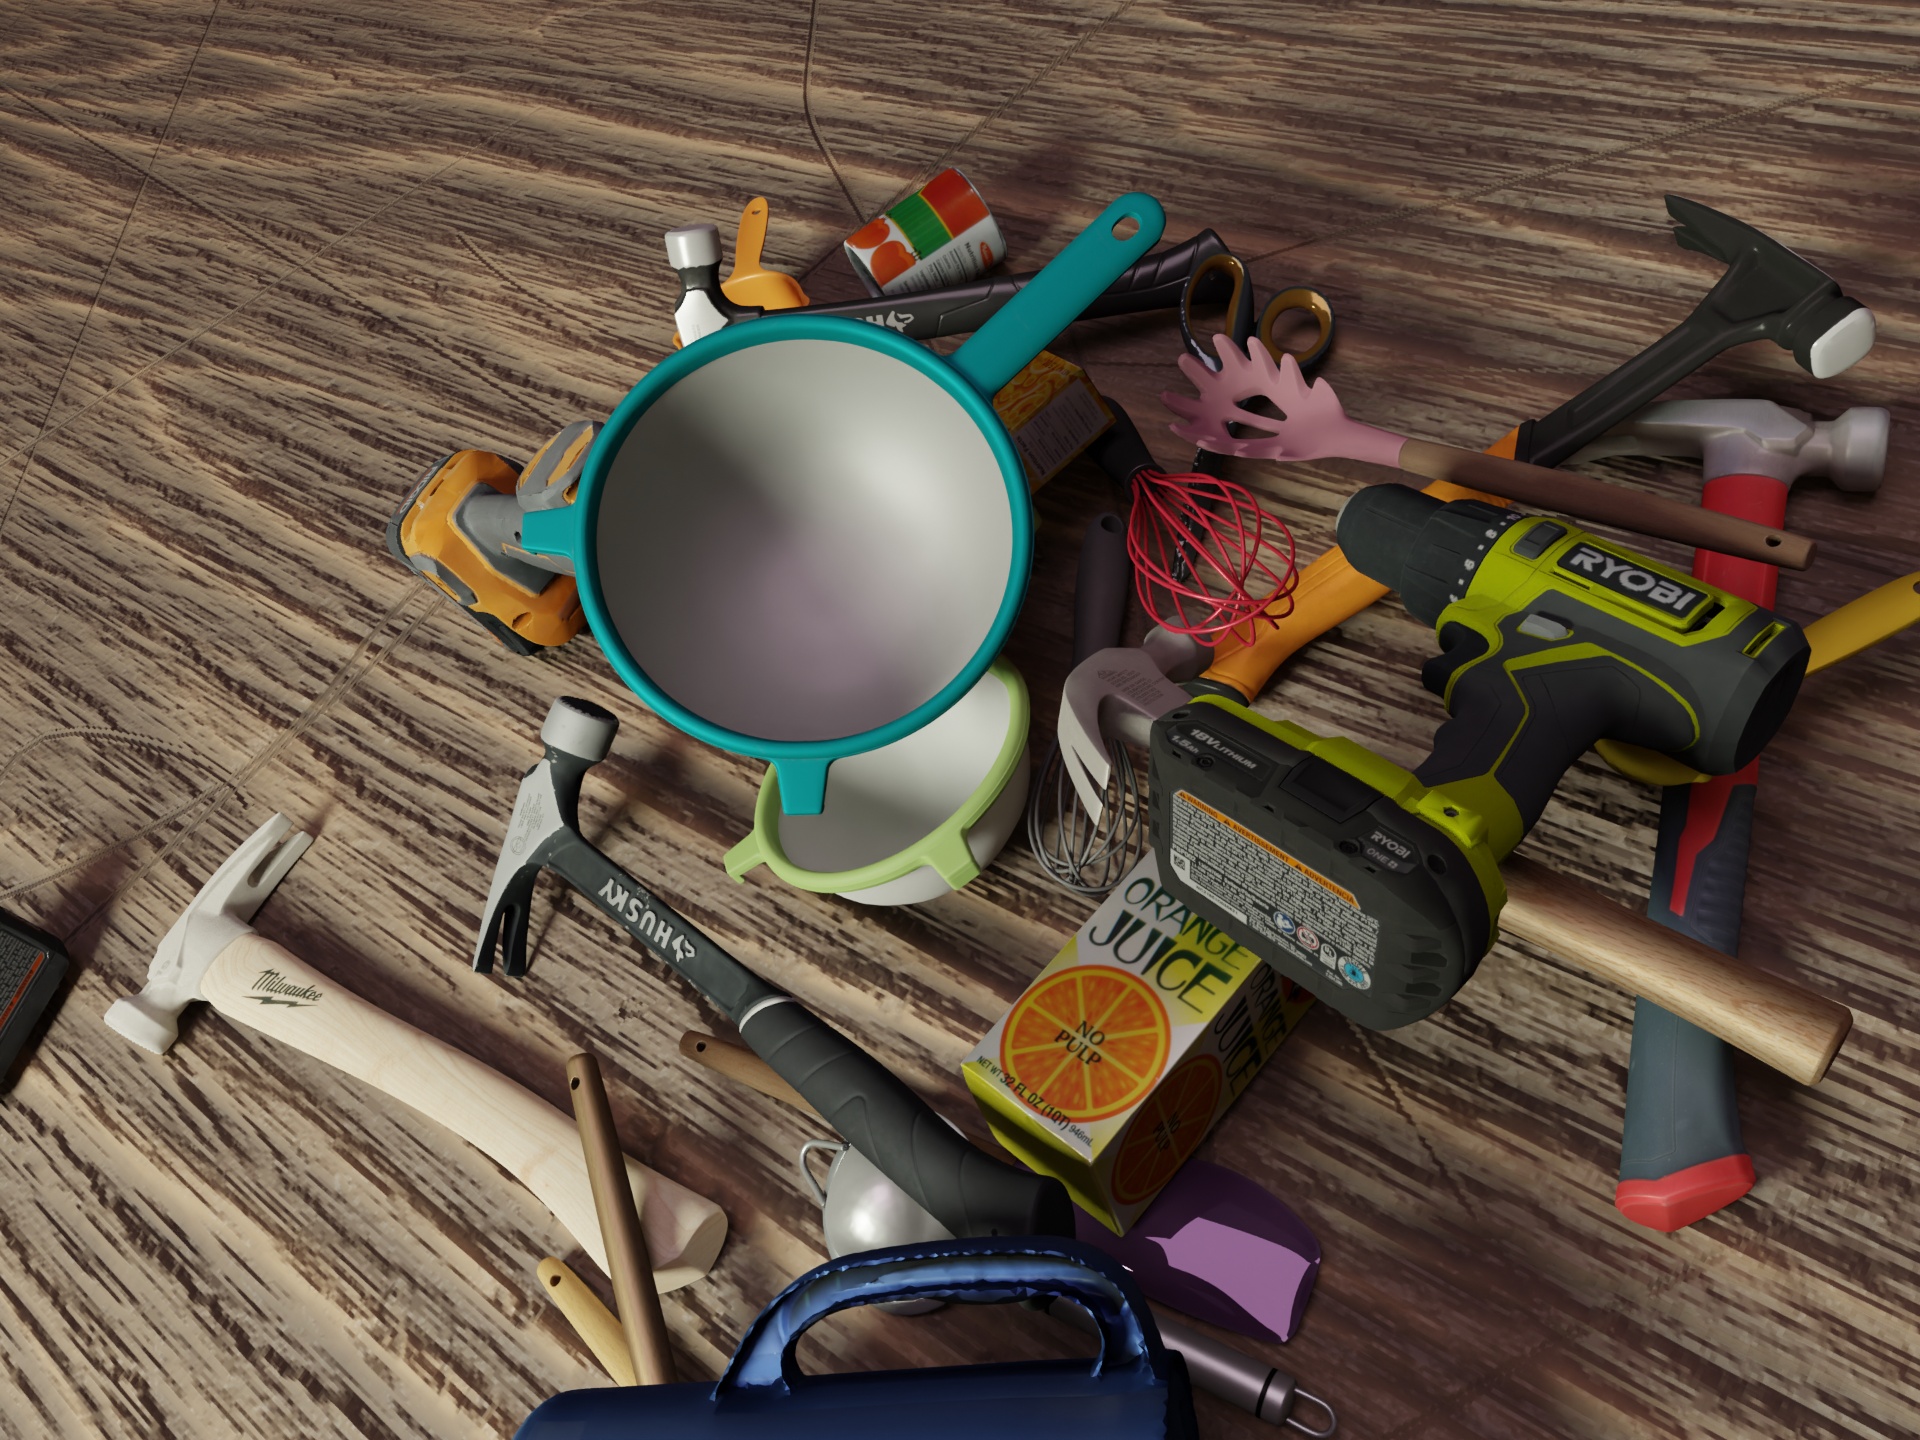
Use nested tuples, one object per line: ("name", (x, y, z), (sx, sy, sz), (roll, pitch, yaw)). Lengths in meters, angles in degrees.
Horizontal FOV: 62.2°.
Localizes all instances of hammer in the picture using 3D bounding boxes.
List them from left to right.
("hammer", (-0.274, 0.170, 0.815), (0.411, 0.038, 0.146), (18, 65, 31))
("hammer", (-0.100, 0.127, 0.709), (0.409, 0.036, 0.149), (29, 98, 42))
("hammer", (0.001, -0.238, 0.942), (0.335, 0.146, 0.035), (-6, 24, 6))
("hammer", (0.179, 0.049, 0.638), (0.331, 0.031, 0.130), (28, 40, 31))
("hammer", (0.244, -0.116, 0.758), (0.337, 0.034, 0.127), (-36, 45, 9))
("hammer", (0.301, 0.018, 0.673), (0.143, 0.038, 0.386), (6, 60, 27))

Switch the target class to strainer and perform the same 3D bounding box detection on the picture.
("strainer", (-0.027, -0.124, 0.775), (0.211, 0.095, 0.340), (44, 81, 6))
("strainer", (-0.001, -0.003, 0.801), (0.151, 0.069, 0.256), (-3, 46, 37))
("strainer", (0.029, 0.225, 0.644), (0.258, 0.050, 0.087), (17, 87, 26))

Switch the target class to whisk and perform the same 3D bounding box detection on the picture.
("whisk", (0.068, -0.016, 0.792), (0.055, 0.055, 0.239), (-6, 51, 19))
("whisk", (0.099, -0.111, 0.791), (0.073, 0.073, 0.296), (-27, 29, 4))

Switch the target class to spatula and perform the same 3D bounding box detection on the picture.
("spatula", (0.003, 0.187, 0.696), (0.316, 0.018, 0.060), (13, 65, 28))

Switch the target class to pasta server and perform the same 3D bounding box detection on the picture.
("pasta server", (0.224, -0.119, 0.724), (0.316, 0.040, 0.060), (26, 90, 42))

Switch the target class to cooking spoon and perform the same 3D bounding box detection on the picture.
("cooking spoon", (-0.122, 0.281, 0.651), (0.068, 0.017, 0.319), (-36, 56, 21))

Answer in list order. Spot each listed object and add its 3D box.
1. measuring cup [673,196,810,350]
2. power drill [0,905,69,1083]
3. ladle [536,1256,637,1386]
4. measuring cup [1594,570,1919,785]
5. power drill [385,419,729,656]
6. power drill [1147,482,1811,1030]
("measuring cup", (-0.131, -0.274, 1.049), (0.095, 0.052, 0.174), (-12, 52, 16))
("power drill", (-0.650, 0.150, 0.961), (0.226, 0.084, 0.164), (2, 58, 28))
("ladle", (-0.084, 0.316, 0.641), (0.316, 0.031, 0.069), (31, 72, 37))
("measuring cup", (0.331, -0.028, 0.645), (0.156, 0.029, 0.062), (-29, 49, 8))
("power drill", (-0.202, -0.081, 0.894), (0.226, 0.185, 0.084), (4, 57, 48))
("power drill", (0.177, -0.006, 0.605), (0.228, 0.080, 0.191), (-35, 49, -28))
